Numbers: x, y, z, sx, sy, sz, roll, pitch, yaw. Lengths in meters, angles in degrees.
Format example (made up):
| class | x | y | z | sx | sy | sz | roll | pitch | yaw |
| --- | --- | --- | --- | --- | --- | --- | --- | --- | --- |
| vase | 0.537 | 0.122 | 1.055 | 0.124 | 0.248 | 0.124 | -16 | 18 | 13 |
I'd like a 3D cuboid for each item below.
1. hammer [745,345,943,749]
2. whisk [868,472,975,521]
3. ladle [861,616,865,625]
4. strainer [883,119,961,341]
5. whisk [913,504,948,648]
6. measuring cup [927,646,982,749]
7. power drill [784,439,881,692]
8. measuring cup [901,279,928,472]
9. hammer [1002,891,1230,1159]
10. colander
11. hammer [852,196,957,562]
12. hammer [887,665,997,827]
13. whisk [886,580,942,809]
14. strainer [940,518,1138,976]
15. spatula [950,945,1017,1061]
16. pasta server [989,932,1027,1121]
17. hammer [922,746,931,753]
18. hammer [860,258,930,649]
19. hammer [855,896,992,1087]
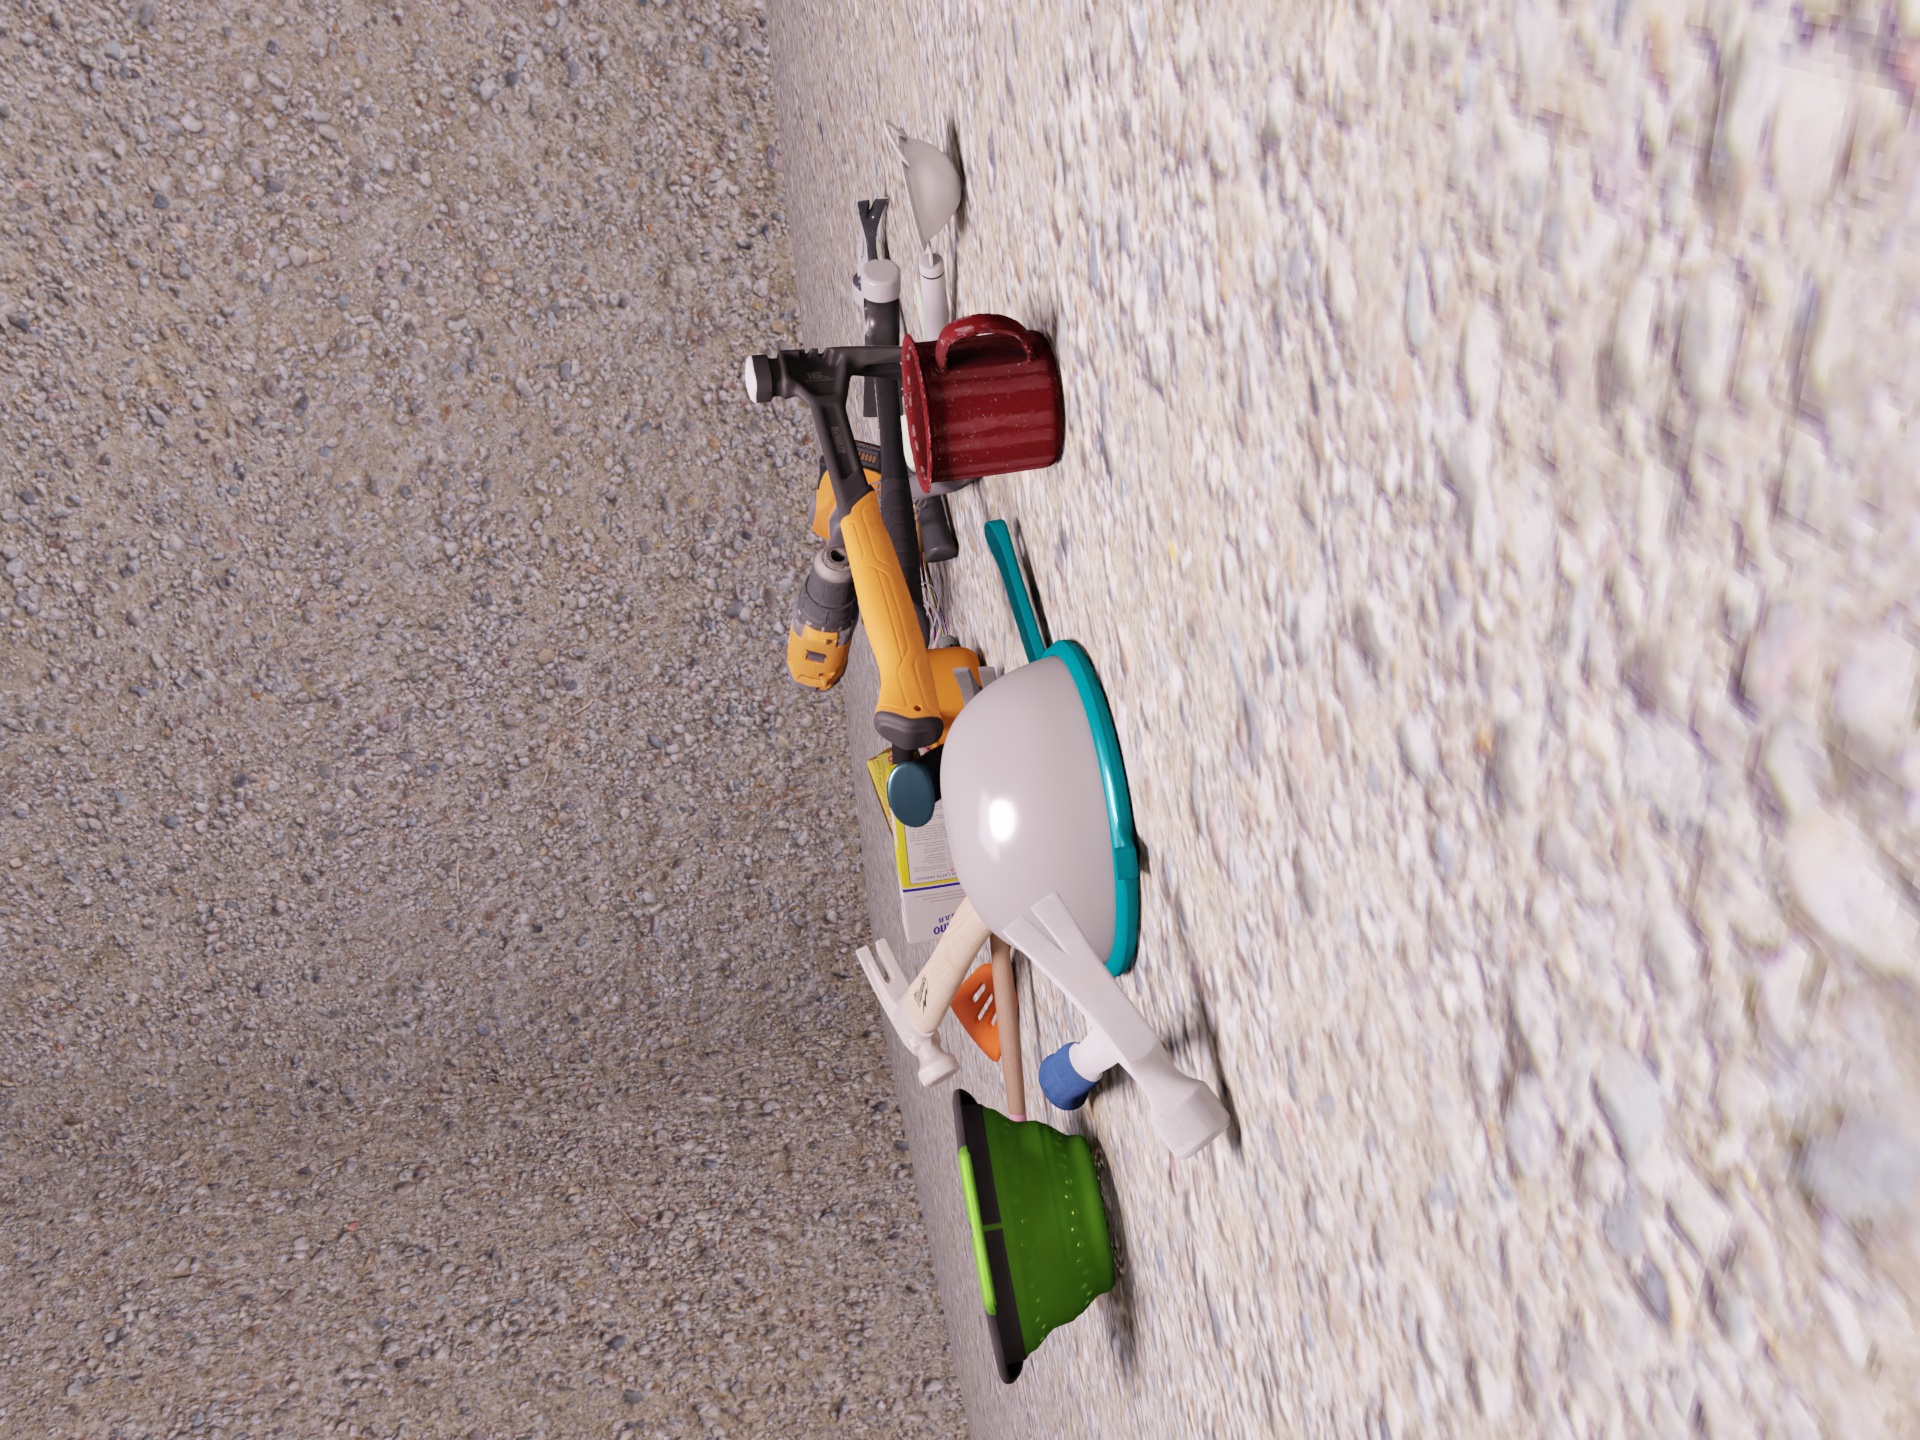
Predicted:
| class | x | y | z | sx | sy | sz | roll | pitch | yaw |
| --- | --- | --- | --- | --- | --- | --- | --- | --- | --- |
| hammer | -0.057 | -0.128 | 1.085 | 0.034 | 0.127 | 0.337 | 104 | 155 | -56 |
| whisk | -0.032 | -0.193 | 1.331 | 0.239 | 0.055 | 0.055 | 179 | 82 | -70 |
| ladle | -0.081 | -0.101 | 1.625 | 0.320 | 0.062 | 0.078 | -14 | -55 | -84 |
| strainer | -0.020 | -0.347 | 1.189 | 0.258 | 0.050 | 0.087 | 83 | -179 | -62 |
| whisk | -0.035 | -0.144 | 1.570 | 0.047 | 0.051 | 0.245 | -2 | 93 | 62 |
| measuring cup | -0.002 | -0.004 | 1.335 | 0.174 | 0.052 | 0.095 | -103 | 6 | -67 |
| power drill | -0.112 | -0.163 | 1.504 | 0.185 | 0.084 | 0.226 | 110 | 172 | -58 |
| measuring cup | -0.039 | -0.297 | 1.385 | 0.083 | 0.038 | 0.167 | -140 | 40 | -79 |
| hammer | 0.074 | 0.200 | 0.963 | 0.144 | 0.035 | 0.405 | 53 | 169 | 13 |
| colander | 0.061 | 0.387 | 1.221 | 0.396 | 0.094 | 0.205 | 81 | 178 | -71 |
| hammer | -0.055 | -0.321 | 1.515 | 0.149 | 0.036 | 0.409 | 96 | 163 | -60 |
| hammer | -0.004 | 0.031 | 1.157 | 0.331 | 0.033 | 0.128 | -29 | -64 | -79 |
| whisk | -0.053 | -0.014 | 1.503 | 0.070 | 0.070 | 0.284 | -107 | 15 | -49 |
| strainer | 0.025 | 0.008 | 1.018 | 0.210 | 0.095 | 0.341 | 92 | 166 | -56 |
| spatula | 0.031 | 0.193 | 1.400 | 0.081 | 0.041 | 0.322 | 49 | 155 | 29 |
| pasta server | 0.054 | 0.309 | 1.365 | 0.060 | 0.040 | 0.316 | -130 | 33 | -77 |
| hammer | -0.037 | 0.015 | 1.670 | 0.387 | 0.038 | 0.143 | -112 | 27 | -67 |
| hammer | -0.052 | -0.189 | 1.228 | 0.146 | 0.035 | 0.335 | 94 | 172 | -56 |
| hammer | -0.005 | 0.181 | 1.329 | 0.146 | 0.038 | 0.410 | 59 | 153 | 19 |
